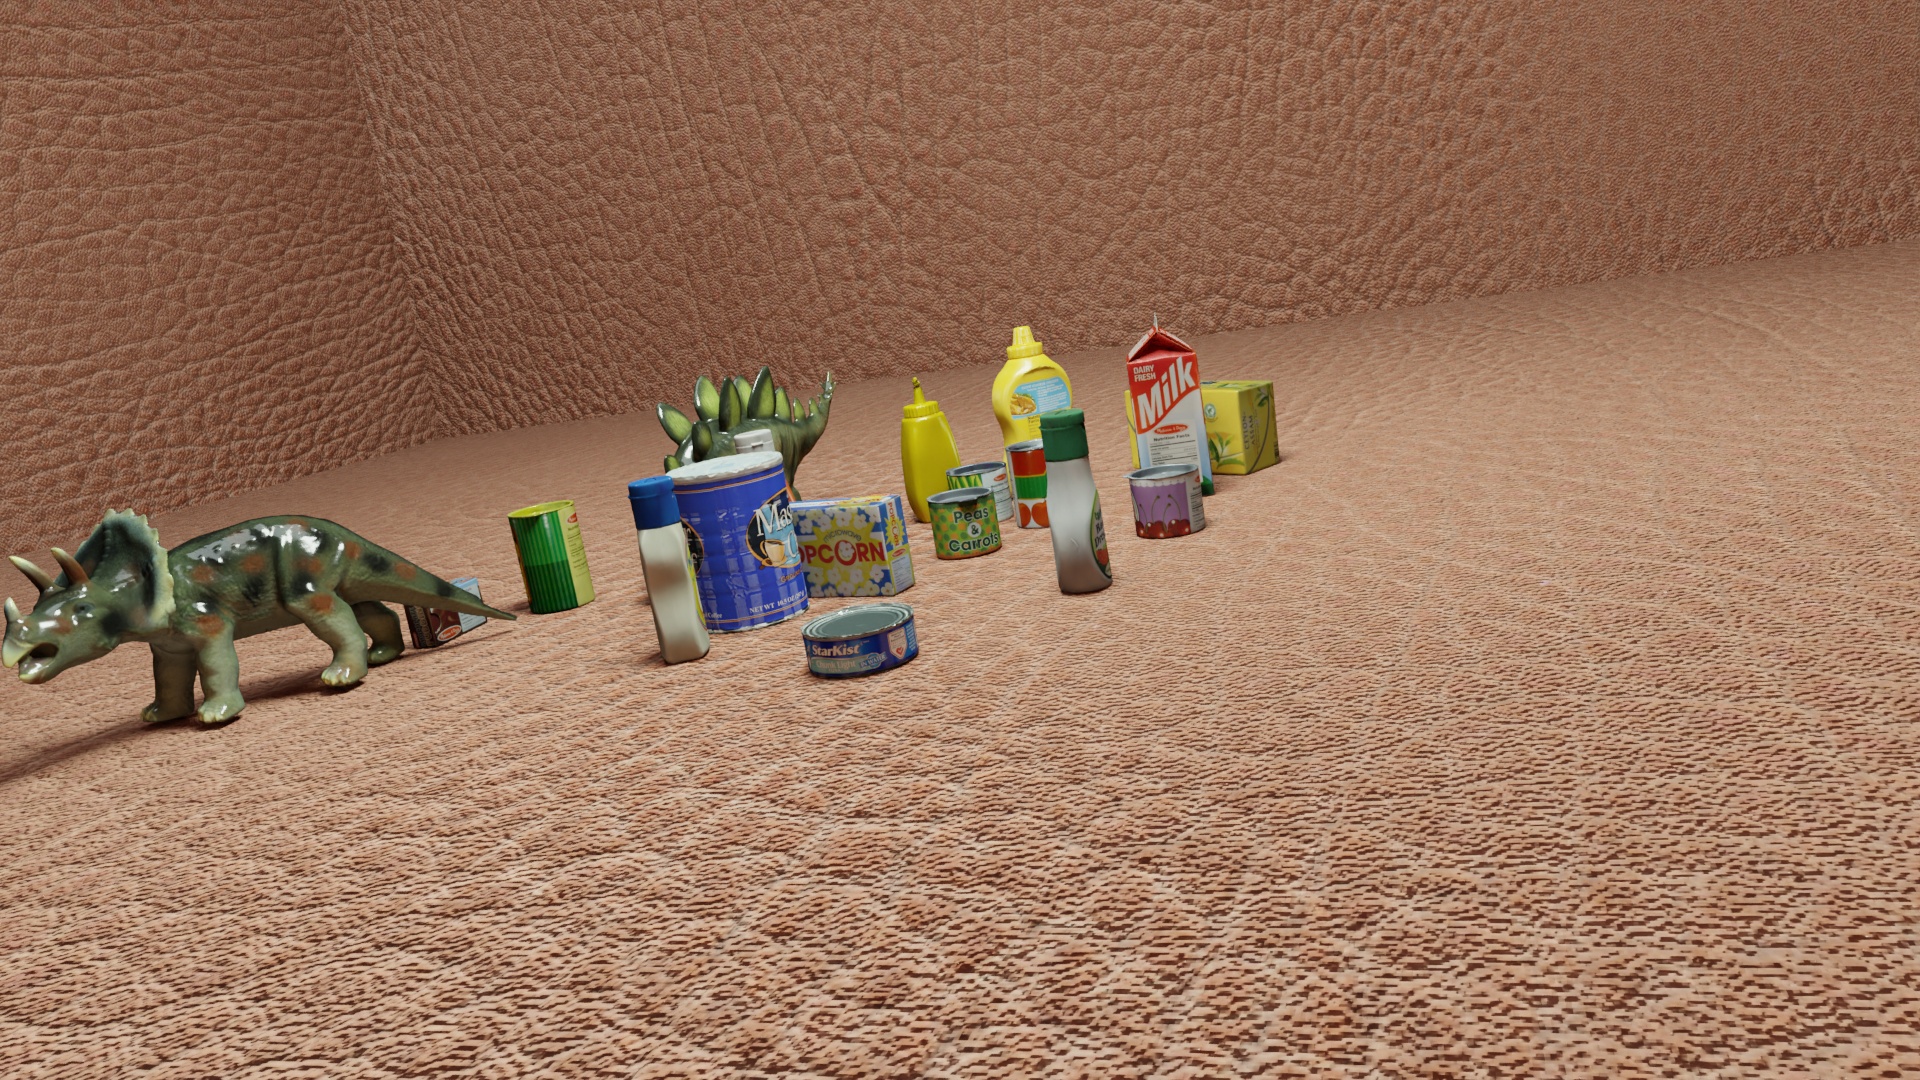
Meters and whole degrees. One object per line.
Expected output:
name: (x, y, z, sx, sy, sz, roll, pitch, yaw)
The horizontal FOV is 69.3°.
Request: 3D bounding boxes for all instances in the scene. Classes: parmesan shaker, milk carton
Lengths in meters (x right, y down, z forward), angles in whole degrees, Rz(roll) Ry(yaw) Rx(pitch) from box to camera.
parmesan shaker: (-0.415, 0.017, 1.406, 0.071, 0.103, 0.071, -9, 11, 2)
milk carton: (0.215, -0.141, 1.450, 0.073, 0.190, 0.072, -8, 11, 8)

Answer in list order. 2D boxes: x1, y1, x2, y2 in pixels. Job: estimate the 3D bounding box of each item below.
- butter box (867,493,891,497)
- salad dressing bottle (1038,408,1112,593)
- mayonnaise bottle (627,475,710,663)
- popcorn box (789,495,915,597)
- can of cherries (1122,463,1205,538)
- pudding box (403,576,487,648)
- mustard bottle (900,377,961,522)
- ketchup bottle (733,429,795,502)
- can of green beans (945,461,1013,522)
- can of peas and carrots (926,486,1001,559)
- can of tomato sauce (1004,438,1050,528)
butter box: (-0.095, -0.013, 1.420, 0.024, 0.053, 0.104, -6, 12, 19)
salad dressing bottle: (0.093, -0.033, 1.138, 0.044, 0.147, 0.064, -6, 12, 17)
mayonnaise bottle: (-0.238, 0.022, 1.134, 0.041, 0.147, 0.065, -11, 11, -8)
popcorn box: (-0.109, 0.006, 1.264, 0.126, 0.085, 0.038, -3, 13, 30)
can of cherries: (0.191, -0.037, 1.300, 0.071, 0.058, 0.071, -9, 12, 2)
pudding box: (-0.503, 0.070, 1.359, 0.030, 0.049, 0.084, -6, 12, 17)
mustard bottle: (-0.035, -0.102, 1.537, 0.065, 0.160, 0.049, -14, 12, -21)
ketchup bottle: (-0.188, -0.032, 1.352, 0.065, 0.148, 0.043, -13, 12, -17)
can of green beans: (0.021, -0.050, 1.495, 0.071, 0.057, 0.071, -9, 12, 2)
can of peas and carrots: (0.005, -0.017, 1.349, 0.071, 0.058, 0.071, -9, 12, 2)
can of tomato sauce: (0.086, -0.060, 1.428, 0.071, 0.083, 0.071, -9, 11, 2)
